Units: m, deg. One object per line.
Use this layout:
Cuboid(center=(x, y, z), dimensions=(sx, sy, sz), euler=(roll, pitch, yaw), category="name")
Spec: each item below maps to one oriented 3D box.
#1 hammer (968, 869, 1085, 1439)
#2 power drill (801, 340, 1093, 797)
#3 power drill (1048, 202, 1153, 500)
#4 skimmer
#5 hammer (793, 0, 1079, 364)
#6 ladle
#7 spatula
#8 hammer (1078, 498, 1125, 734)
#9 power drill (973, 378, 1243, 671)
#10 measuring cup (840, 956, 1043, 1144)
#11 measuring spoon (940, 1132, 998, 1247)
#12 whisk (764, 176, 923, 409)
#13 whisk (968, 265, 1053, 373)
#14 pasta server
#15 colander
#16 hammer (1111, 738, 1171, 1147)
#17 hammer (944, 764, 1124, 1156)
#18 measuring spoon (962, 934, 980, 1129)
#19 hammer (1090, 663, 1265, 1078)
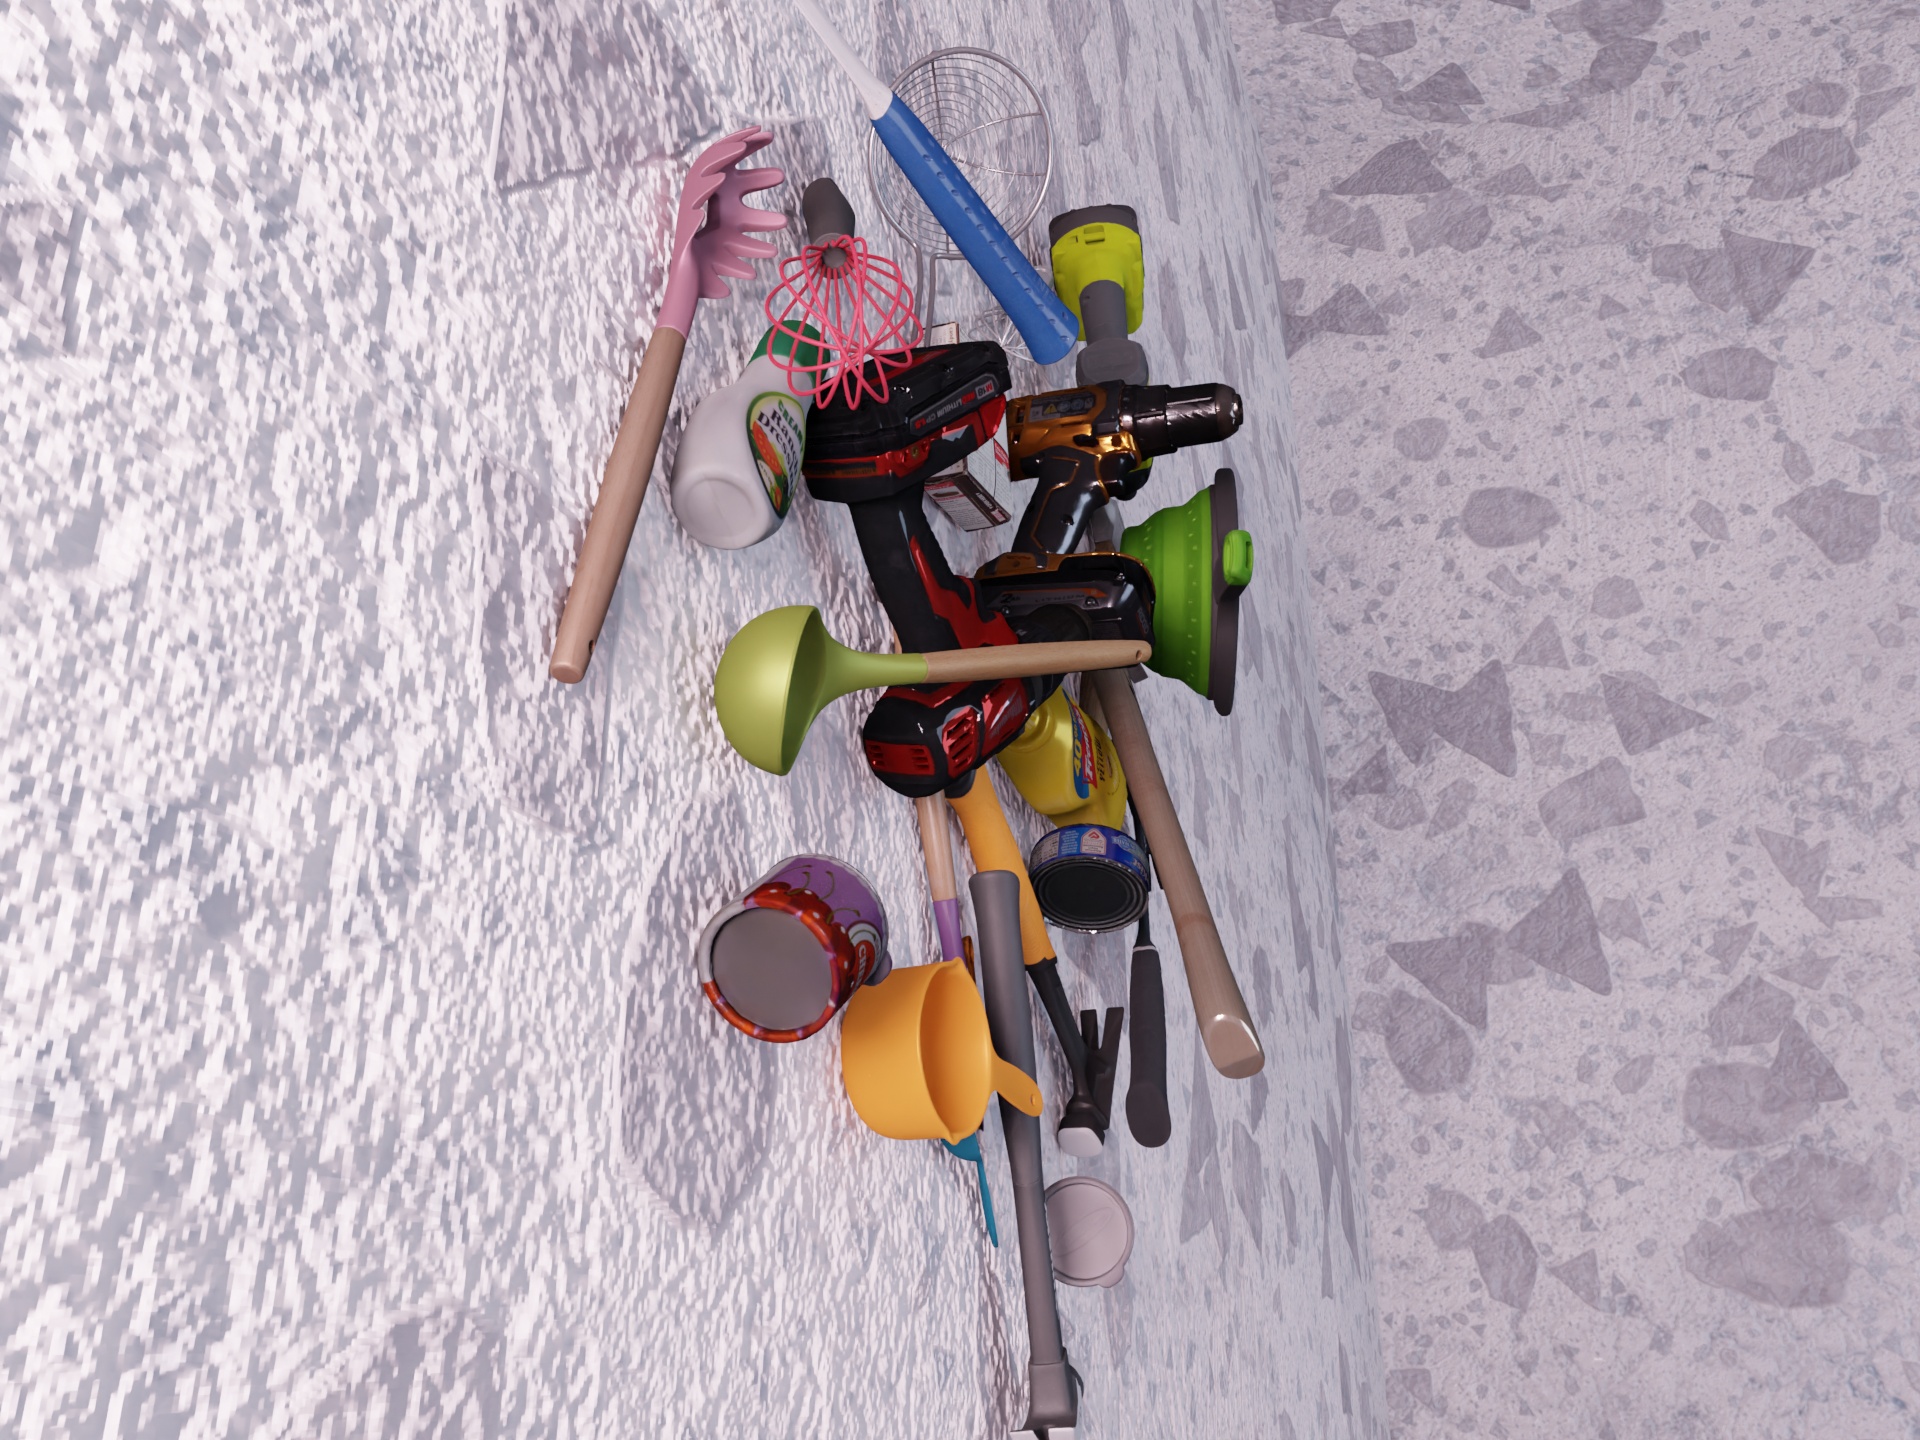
Cuboid(center=(0.037, 0.256, 0.940), dimensions=(0.146, 0.035, 0.335), euler=(39, 44, -81), category="hammer")
Cuboid(center=(0.000, -0.091, 0.886), dimensions=(0.188, 0.080, 0.226), euler=(-37, 122, -45), category="power drill")
Cuboid(center=(0.126, -0.311, 1.357), dimensions=(0.171, 0.080, 0.223), euler=(72, 13, -59), category="power drill")
Cuboid(center=(-0.010, -0.244, 0.966), dimensions=(0.127, 0.090, 0.364), euler=(19, 62, -27), category="skimmer")
Cuboid(center=(-0.048, -0.346, 0.860), dimensions=(0.405, 0.035, 0.144), euler=(44, 39, -42), category="hammer")
Cuboid(center=(0.006, -0.024, 0.802), dimensions=(0.320, 0.062, 0.078), euler=(-6, 112, -46), category="ladle")
Cuboid(center=(-0.013, 0.079, 0.928), dimensions=(0.060, 0.018, 0.316), euler=(145, -64, -83), category="spatula")
Cuboid(center=(0.119, -0.061, 1.352), dimensions=(0.129, 0.031, 0.332), euler=(61, 28, -45), category="hammer")
Cuboid(center=(0.101, -0.146, 1.109), dimensions=(0.084, 0.185, 0.226), euler=(60, 32, -51), category="power drill")
Cuboid(center=(-0.008, 0.186, 0.842), dimensions=(0.173, 0.052, 0.095), euler=(47, 39, -55), category="measuring cup")
Cuboid(center=(0.004, 0.263, 0.917), dimensions=(0.042, 0.021, 0.128), euler=(-109, -173, -56), category="measuring spoon")
Cuboid(center=(-0.062, -0.223, 0.784), dimensions=(0.296, 0.073, 0.073), euler=(-101, 172, -58), category="whisk")
Cuboid(center=(0.048, -0.318, 1.237), dimensions=(0.246, 0.058, 0.059), euler=(-71, -178, -61), category="whisk")
Cuboid(center=(-0.123, -0.145, 0.680), dimensions=(0.060, 0.040, 0.316), euler=(76, 18, -53), category="pasta server")
Cuboid(center=(0.170, -0.107, 1.239), dimensions=(0.397, 0.094, 0.204), euler=(8, 83, -83), category="colander")
Cuboid(center=(0.144, 0.175, 1.244), dimensions=(0.409, 0.036, 0.149), euler=(-81, 158, -59), category="hammer")
Cuboid(center=(0.048, 0.138, 1.061), dimensions=(0.127, 0.034, 0.336), euler=(-73, 149, -49), category="hammer")
Cuboid(center=(0.005, 0.188, 0.960), dimensions=(0.021, 0.011, 0.117), euler=(8, 78, -81), category="measuring spoon")
Cuboid(center=(0.141, 0.068, 1.117), dimensions=(0.146, 0.038, 0.411), euler=(53, 18, -46), category="hammer")
